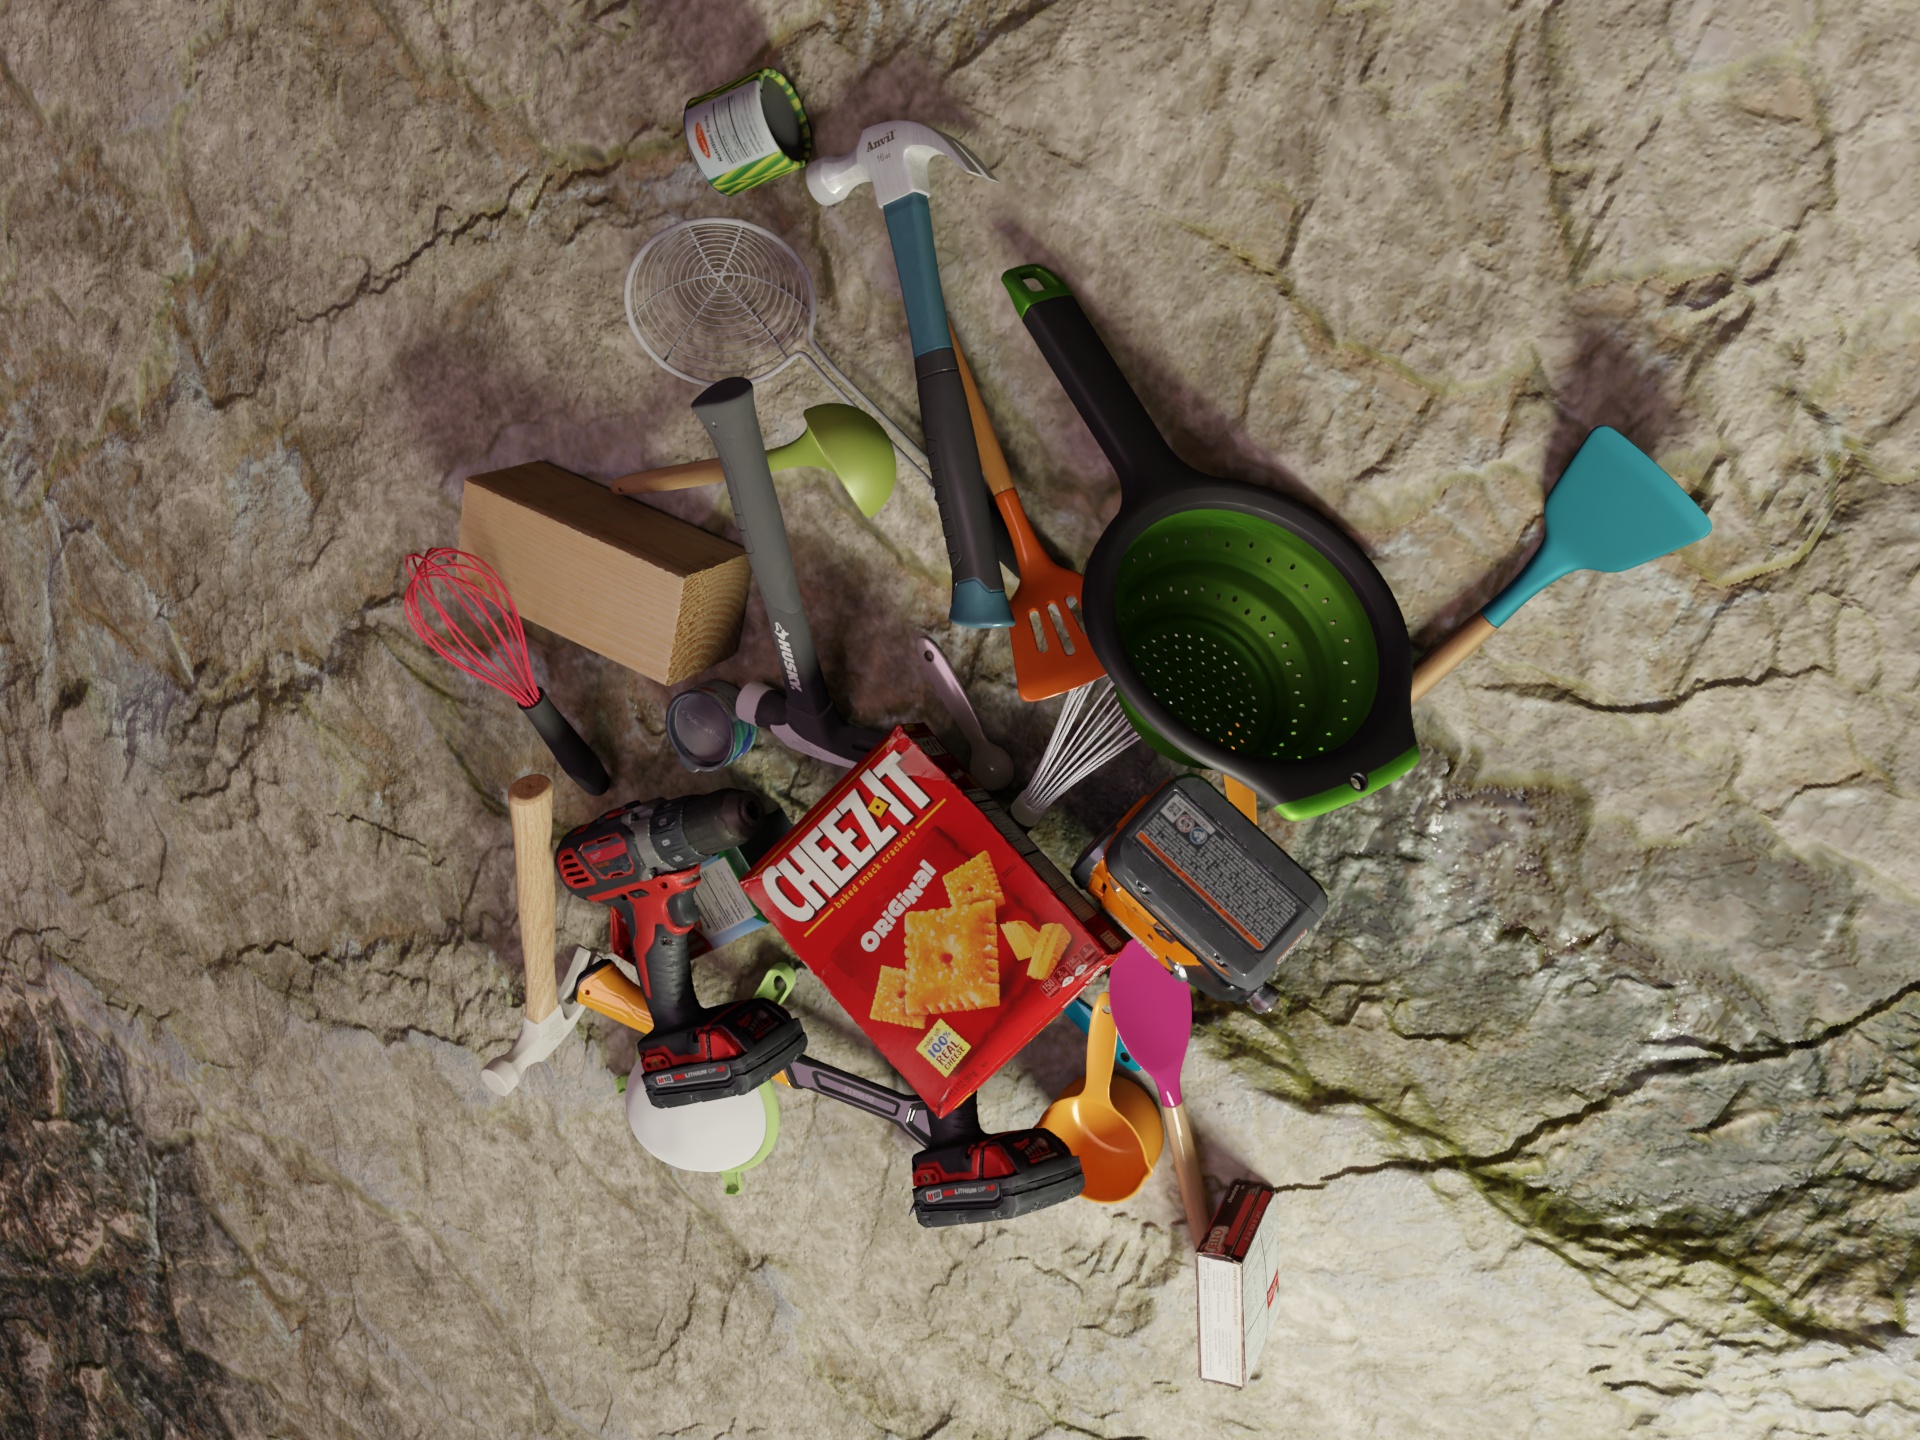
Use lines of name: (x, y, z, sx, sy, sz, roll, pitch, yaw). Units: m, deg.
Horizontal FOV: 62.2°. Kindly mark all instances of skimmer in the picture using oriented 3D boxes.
skimmer: (-0.069, -0.193, 1.062, 0.363, 0.090, 0.127, 44, 123, 8)

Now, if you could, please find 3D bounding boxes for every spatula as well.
spatula: (0.019, -0.171, 1.029, 0.081, 0.041, 0.322, -22, 87, 6)
spatula: (0.293, -0.042, 0.946, 0.082, 0.044, 0.317, 45, 124, 4)

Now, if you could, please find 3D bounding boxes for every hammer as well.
hammer: (-0.015, -0.217, 1.008, 0.128, 0.033, 0.331, -13, 87, 35)
hammer: (-0.160, 0.276, 1.276, 0.337, 0.034, 0.127, 20, 102, 12)
hammer: (-0.119, -0.089, 1.071, 0.146, 0.035, 0.334, 23, 146, 26)
hammer: (-0.341, 0.166, 1.290, 0.031, 0.130, 0.331, 27, 135, 16)

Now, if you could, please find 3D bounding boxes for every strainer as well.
strainer: (-0.210, 0.298, 1.335, 0.151, 0.069, 0.256, 40, 124, 10)

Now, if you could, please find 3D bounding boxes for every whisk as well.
whisk: (0.065, 0.040, 1.101, 0.070, 0.070, 0.284, 42, 128, 9)
whisk: (-0.339, -0.029, 1.220, 0.073, 0.073, 0.295, 11, 148, 25)

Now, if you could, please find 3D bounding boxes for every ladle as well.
ladle: (-0.158, -0.168, 1.094, 0.320, 0.062, 0.078, 1, 133, 46)

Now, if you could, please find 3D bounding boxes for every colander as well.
colander: (0.120, -0.105, 0.978, 0.397, 0.204, 0.094, 61, 152, 17)

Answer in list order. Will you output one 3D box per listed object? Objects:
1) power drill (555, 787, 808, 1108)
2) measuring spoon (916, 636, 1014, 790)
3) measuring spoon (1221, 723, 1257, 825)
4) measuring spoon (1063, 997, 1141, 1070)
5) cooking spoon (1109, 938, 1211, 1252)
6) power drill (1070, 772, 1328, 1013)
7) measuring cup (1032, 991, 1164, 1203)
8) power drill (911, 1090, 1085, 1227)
power drill: (-0.194, 0.163, 1.188, 0.188, 0.080, 0.226, -18, 94, 33)
measuring spoon: (-0.002, -0.004, 1.139, 0.034, 0.018, 0.124, -27, 93, 34)
measuring spoon: (0.189, 0.054, 1.061, 0.021, 0.011, 0.117, -3, 103, 30)
measuring spoon: (0.081, 0.217, 1.172, 0.129, 0.021, 0.042, 40, 122, 12)
cooking spoon: (0.157, 0.297, 1.149, 0.017, 0.069, 0.318, 13, 122, 55)
power drill: (0.153, 0.120, 0.999, 0.164, 0.226, 0.084, 43, 80, 7)
measuring cup: (0.108, 0.265, 1.159, 0.095, 0.052, 0.173, 13, 112, 25)
power drill: (0.010, 0.246, 1.155, 0.143, 0.078, 0.220, -23, 74, 41)
